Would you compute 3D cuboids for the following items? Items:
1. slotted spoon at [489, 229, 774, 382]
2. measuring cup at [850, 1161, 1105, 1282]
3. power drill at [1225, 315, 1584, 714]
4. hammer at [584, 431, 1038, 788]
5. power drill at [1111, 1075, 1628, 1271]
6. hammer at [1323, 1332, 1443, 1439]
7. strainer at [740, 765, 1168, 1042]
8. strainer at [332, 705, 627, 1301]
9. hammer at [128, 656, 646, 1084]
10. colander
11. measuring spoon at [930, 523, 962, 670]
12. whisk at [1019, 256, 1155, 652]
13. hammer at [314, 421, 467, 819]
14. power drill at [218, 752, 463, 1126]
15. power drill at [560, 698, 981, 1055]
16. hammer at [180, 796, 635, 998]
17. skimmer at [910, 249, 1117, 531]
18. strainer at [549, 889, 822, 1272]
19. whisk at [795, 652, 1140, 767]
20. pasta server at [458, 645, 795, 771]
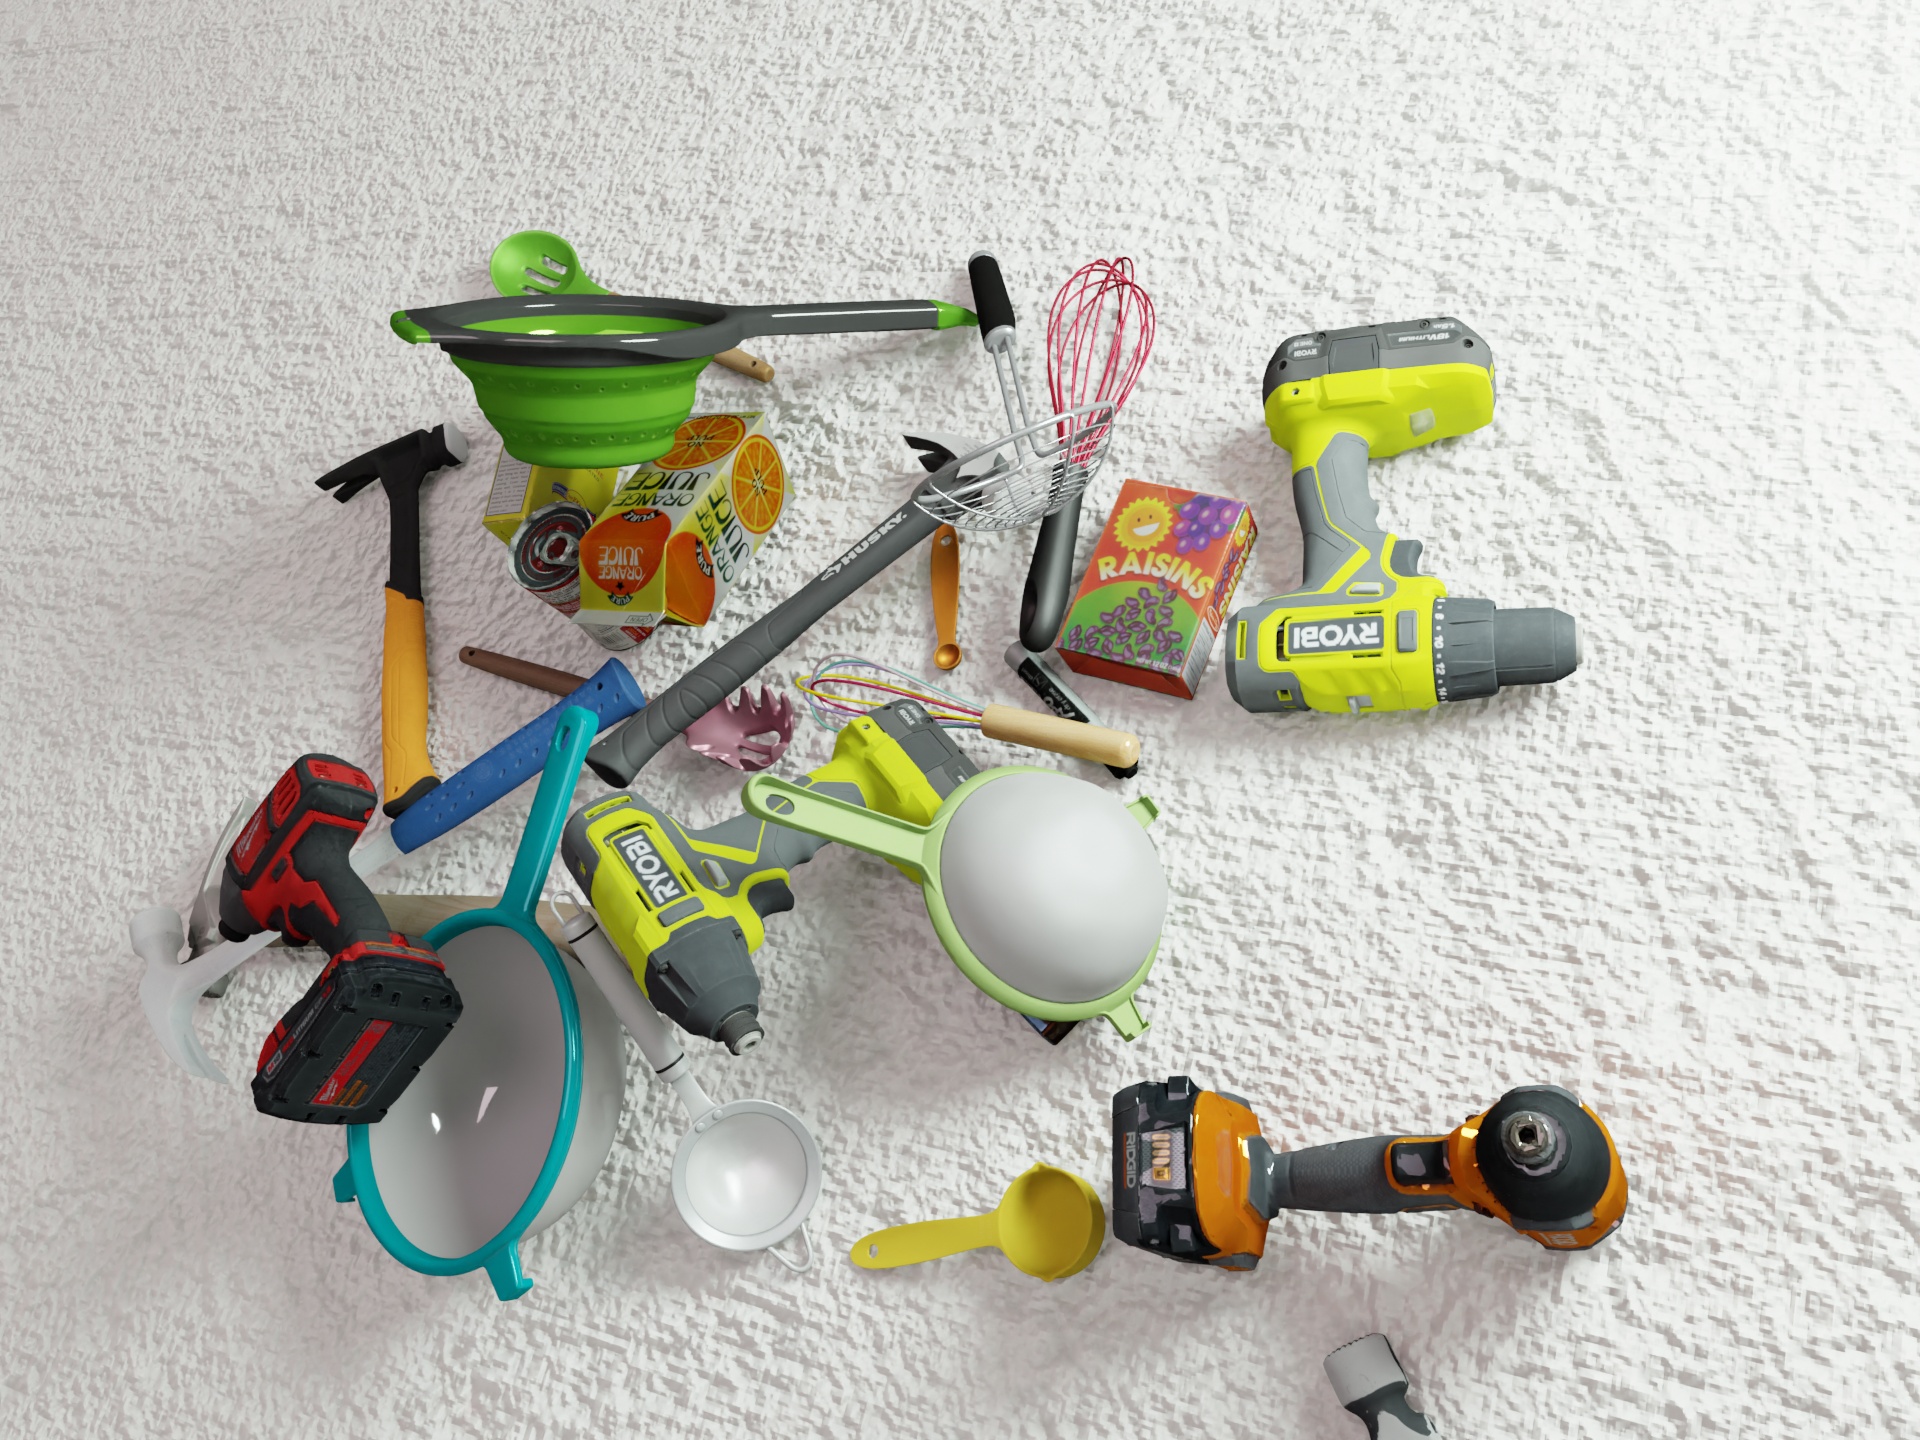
[{"bbox_3d":[-0.263,-0.325,1.268,0.314,0.031,0.070,29,80,29],"label":"slotted spoon"},{"bbox_3d":[0.009,0.284,0.875,0.156,0.029,0.062,-19,60,27],"label":"measuring cup"},{"bbox_3d":[0.256,-0.113,0.922,0.190,0.080,0.229,-3,68,22],"label":"power drill"},{"bbox_3d":[-0.110,-0.071,1.038,0.335,0.035,0.146,-38,35,-1],"label":"hammer"},{"bbox_3d":[0.189,0.210,0.748,0.226,0.164,0.084,-8,64,22],"label":"power drill"},{"bbox_3d":[0.057,0.453,0.765,0.409,0.036,0.149,-30,60,8],"label":"hammer"},{"bbox_3d":[0.012,0.066,0.850,0.069,0.256,0.152,-44,32,52],"label":"strainer"},{"bbox_3d":[-0.255,0.164,0.975,0.211,0.095,0.340,9,80,39],"label":"strainer"},{"bbox_3d":[-0.387,0.091,1.076,0.405,0.035,0.144,-34,59,5],"label":"hammer"},{"bbox_3d":[-0.171,-0.231,1.076,0.397,0.094,0.205,-9,24,-24],"label":"colander"},{"bbox_3d":[-0.008,-0.083,1.059,0.021,0.011,0.117,-12,59,18],"label":"measuring spoon"},{"bbox_3d":[0.075,-0.177,1.024,0.073,0.073,0.296,3,67,24],"label":"whisk"},{"bbox_3d":[-0.433,-0.075,1.218,0.127,0.034,0.337,-19,61,13],"label":"hammer"},{"bbox_3d":[-0.400,0.136,0.986,0.143,0.078,0.220,-50,50,14],"label":"power drill"},{"bbox_3d":[-0.090,0.086,0.908,0.223,0.080,0.171,-23,55,-28],"label":"power drill"},{"bbox_3d":[-0.364,0.128,1.094,0.411,0.038,0.146,0,65,22],"label":"hammer"},{"bbox_3d":[0.020,-0.234,1.001,0.127,0.090,0.364,-24,39,14],"label":"skimmer"},{"bbox_3d":[-0.159,0.204,0.910,0.087,0.050,0.258,-33,99,-11],"label":"strainer"},{"bbox_3d":[-0.003,-0.002,0.988,0.245,0.047,0.051,13,79,31],"label":"whisk"},{"bbox_3d":[-0.240,-0.018,1.109,0.316,0.040,0.060,15,62,29],"label":"pasta server"}]
